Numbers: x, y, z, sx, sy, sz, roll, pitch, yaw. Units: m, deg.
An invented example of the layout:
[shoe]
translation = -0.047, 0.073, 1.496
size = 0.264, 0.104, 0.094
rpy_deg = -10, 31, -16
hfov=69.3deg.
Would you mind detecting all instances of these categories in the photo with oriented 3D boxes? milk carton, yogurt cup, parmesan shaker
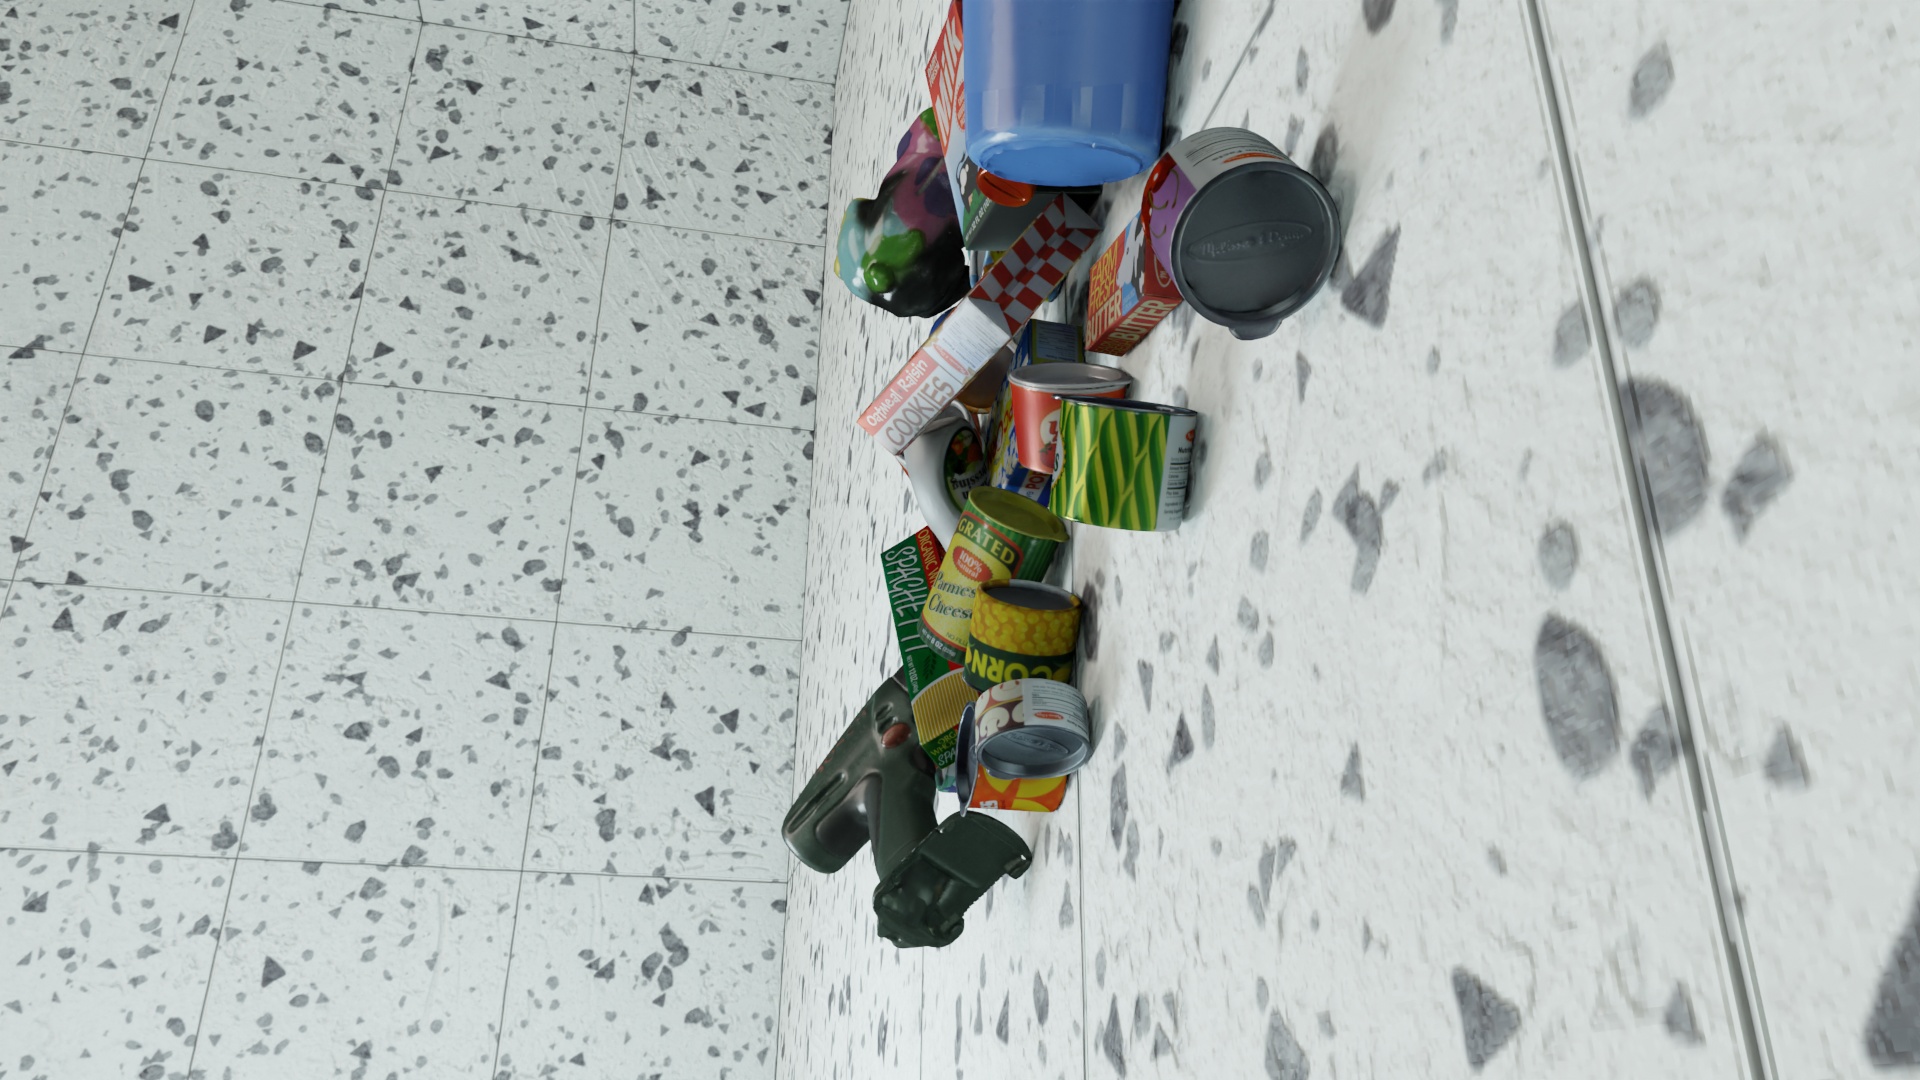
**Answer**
[milk carton]
translation = 0.028, -0.294, 0.933
size = 0.072, 0.073, 0.191
rpy_deg = 131, 131, -61
[yogurt cup]
translation = 0.061, -0.070, 0.796
size = 0.072, 0.072, 0.053
rpy_deg = -116, 25, -70
[parmesan shaker]
translation = 0.021, 0.026, 0.906
size = 0.071, 0.071, 0.102
rpy_deg = -107, 36, -64

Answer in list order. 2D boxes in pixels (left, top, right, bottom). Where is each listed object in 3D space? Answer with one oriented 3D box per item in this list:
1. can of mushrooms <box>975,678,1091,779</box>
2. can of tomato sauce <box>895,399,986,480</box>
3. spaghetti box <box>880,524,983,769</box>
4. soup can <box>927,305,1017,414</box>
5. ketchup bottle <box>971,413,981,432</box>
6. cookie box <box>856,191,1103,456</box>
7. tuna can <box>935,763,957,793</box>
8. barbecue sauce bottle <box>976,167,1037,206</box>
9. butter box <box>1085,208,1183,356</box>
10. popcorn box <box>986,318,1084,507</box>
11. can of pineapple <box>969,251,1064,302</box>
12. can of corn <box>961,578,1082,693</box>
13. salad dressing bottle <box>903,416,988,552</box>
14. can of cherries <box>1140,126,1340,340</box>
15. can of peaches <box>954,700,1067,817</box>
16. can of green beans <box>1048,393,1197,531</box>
[can of mushrooms]
translation = 0.040, 0.110, 0.799
size = 0.070, 0.071, 0.033
rpy_deg = 110, 163, -53
[can of tomato sauce]
translation = -0.009, -0.058, 1.057
size = 0.082, 0.071, 0.071
rpy_deg = 58, -157, -50
[spaghetti box]
translation = -0.018, 0.068, 1.000
size = 0.028, 0.050, 0.251
rpy_deg = 54, -171, -30
[soup can]
translation = 0.010, -0.140, 1.082
size = 0.084, 0.071, 0.071
rpy_deg = -108, 26, -64
[ketchup bottle]
translation = 0.001, -0.053, 1.153
size = 0.149, 0.043, 0.064
rpy_deg = -100, 18, -54
[cookie box]
translation = 0.010, -0.136, 0.901
size = 0.123, 0.040, 0.166
rpy_deg = -53, 8, -35
[tuna can]
translation = 0.000, 0.163, 1.078
size = 0.071, 0.033, 0.071
rpy_deg = -172, 88, -79
[barbecue sauce bottle]
translation = 0.048, -0.276, 0.863
size = 0.043, 0.065, 0.149
rpy_deg = -33, 34, 61
[butter box]
translation = 0.094, -0.140, 0.755
size = 0.103, 0.024, 0.053
rpy_deg = 141, 134, -75
[popcorn box]
translation = 0.049, -0.077, 0.930
size = 0.126, 0.038, 0.085
rpy_deg = 115, 159, -61
[can of pineapple]
translation = 0.041, -0.204, 0.978
size = 0.071, 0.058, 0.071
rpy_deg = -172, 88, -79
[can of corn]
translation = 0.037, 0.060, 0.840
size = 0.071, 0.071, 0.058
rpy_deg = -121, 38, -72
[salad dressing bottle]
translation = 0.004, -0.012, 0.985
size = 0.064, 0.044, 0.147
rpy_deg = -35, -69, -51
[can of cherries]
translation = 0.109, -0.123, 0.554
size = 0.058, 0.071, 0.071
rpy_deg = -103, 21, -60
[can of peaches]
translation = 0.031, 0.137, 0.861
size = 0.071, 0.058, 0.071
rpy_deg = -173, 88, -79
[can of green beans]
translation = 0.078, -0.038, 0.675
size = 0.071, 0.071, 0.057
rpy_deg = -132, 48, -76
